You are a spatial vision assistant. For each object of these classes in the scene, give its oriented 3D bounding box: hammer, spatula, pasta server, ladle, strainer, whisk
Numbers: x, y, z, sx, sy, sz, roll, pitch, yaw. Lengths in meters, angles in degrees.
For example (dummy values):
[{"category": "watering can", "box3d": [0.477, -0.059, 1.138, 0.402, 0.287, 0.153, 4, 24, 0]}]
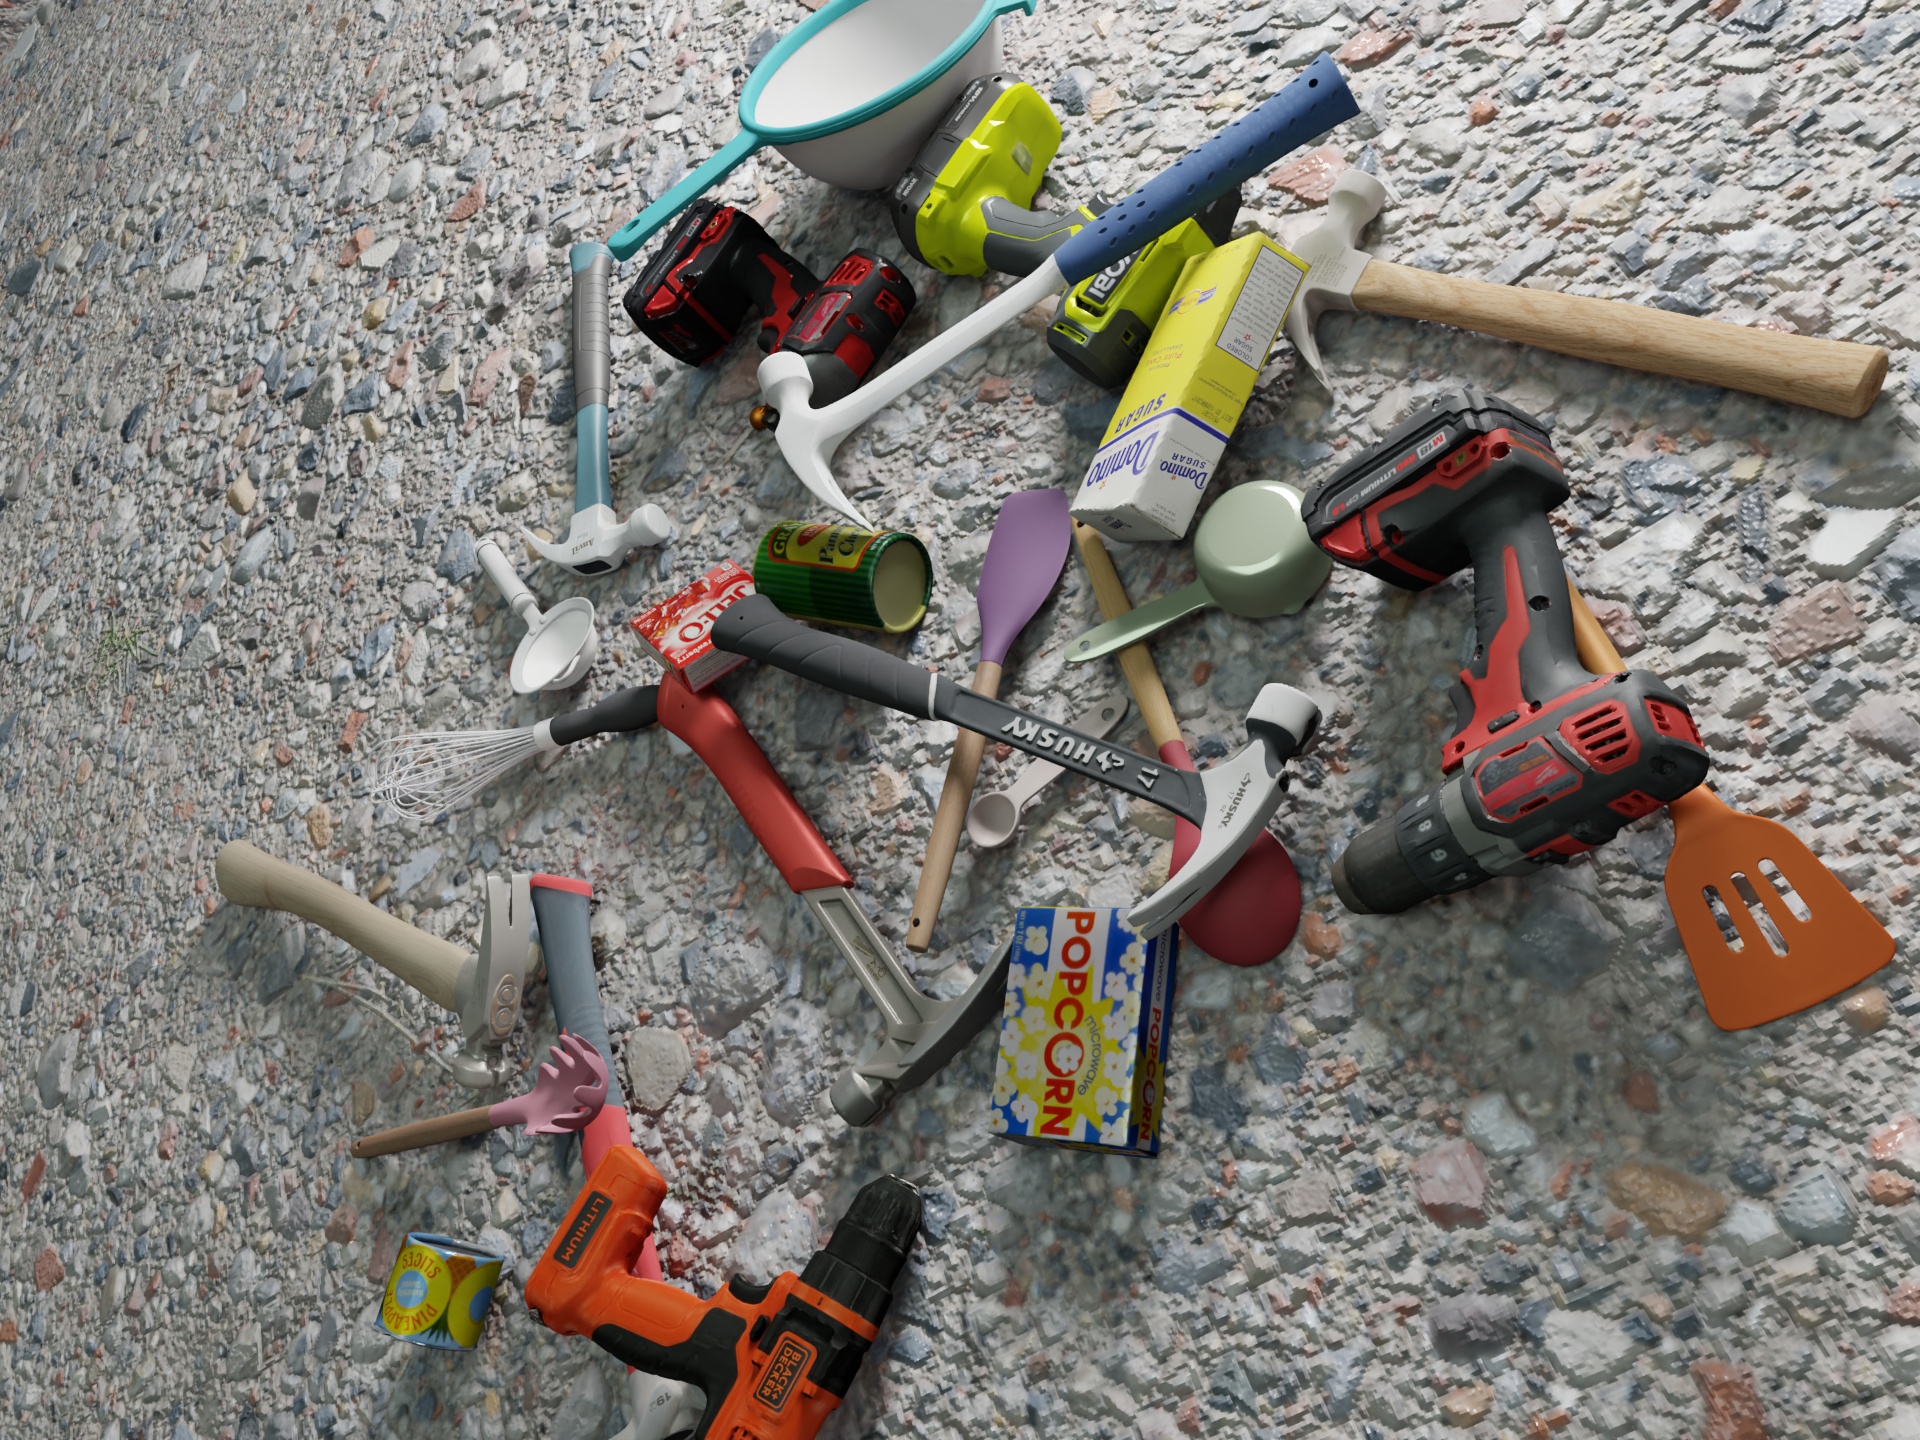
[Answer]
[{"category": "hammer", "box3d": [-0.098, 0.074, 1.007, 0.149, 0.036, 0.359, -46, 52, 9]}, {"category": "hammer", "box3d": [-0.239, 0.271, 1.016, 0.143, 0.038, 0.387, -36, 54, 19]}, {"category": "spatula", "box3d": [0.014, -0.010, 0.957, 0.060, 0.018, 0.316, 0, 62, 31]}, {"category": "hammer", "box3d": [-0.001, -0.003, 0.928, 0.409, 0.036, 0.149, 21, 73, 37]}, {"category": "spatula", "box3d": [0.321, -0.010, 0.769, 0.081, 0.041, 0.323, -32, 51, 20]}, {"category": "hammer", "box3d": [-0.298, -0.261, 1.293, 0.128, 0.033, 0.331, -21, 59, 24]}, {"category": "pasta server", "box3d": [-0.325, 0.261, 1.045, 0.316, 0.040, 0.060, -22, 49, 39]}, {"category": "ladle", "box3d": [0.113, -0.005, 0.906, 0.069, 0.031, 0.316, -28, 55, 15]}, {"category": "strainer", "box3d": [-0.333, -0.085, 1.236, 0.087, 0.050, 0.259, -46, 46, 1]}, {"category": "strainer", "box3d": [-0.099, -0.416, 1.157, 0.340, 0.095, 0.211, -39, 42, -3]}, {"category": "hammer", "box3d": [0.055, -0.264, 0.972, 0.405, 0.035, 0.144, -30, 63, 18]}, {"category": "hammer", "box3d": [-0.457, 0.142, 1.202, 0.411, 0.038, 0.146, 14, 97, 40]}, {"category": "whisk", "box3d": [-0.330, 0.017, 1.180, 0.284, 0.070, 0.070, -16, 62, 23]}, {"category": "hammer", "box3d": [0.315, -0.213, 0.855, 0.332, 0.031, 0.130, 26, 86, 39]}]

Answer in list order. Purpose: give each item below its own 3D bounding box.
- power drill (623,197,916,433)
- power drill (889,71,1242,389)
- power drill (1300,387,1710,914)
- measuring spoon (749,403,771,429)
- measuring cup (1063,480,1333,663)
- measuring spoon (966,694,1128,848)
[{"category": "power drill", "box3d": [-0.144, -0.294, 1.167, 0.220, 0.078, 0.143, 32, 86, 39]}, {"category": "power drill", "box3d": [0.072, -0.335, 1.048, 0.223, 0.080, 0.171, 39, 95, 35]}, {"category": "power drill", "box3d": [0.241, -0.026, 0.784, 0.188, 0.080, 0.227, -36, 53, 39]}, {"category": "measuring spoon", "box3d": [-0.118, -0.263, 1.184, 0.117, 0.011, 0.021, -47, 52, 8]}, {"category": "measuring cup", "box3d": [0.128, -0.080, 0.902, 0.167, 0.038, 0.083, -26, 54, 10]}, {"category": "measuring spoon", "box3d": [0.055, 0.031, 0.940, 0.124, 0.018, 0.034, -43, 53, 3]}]
